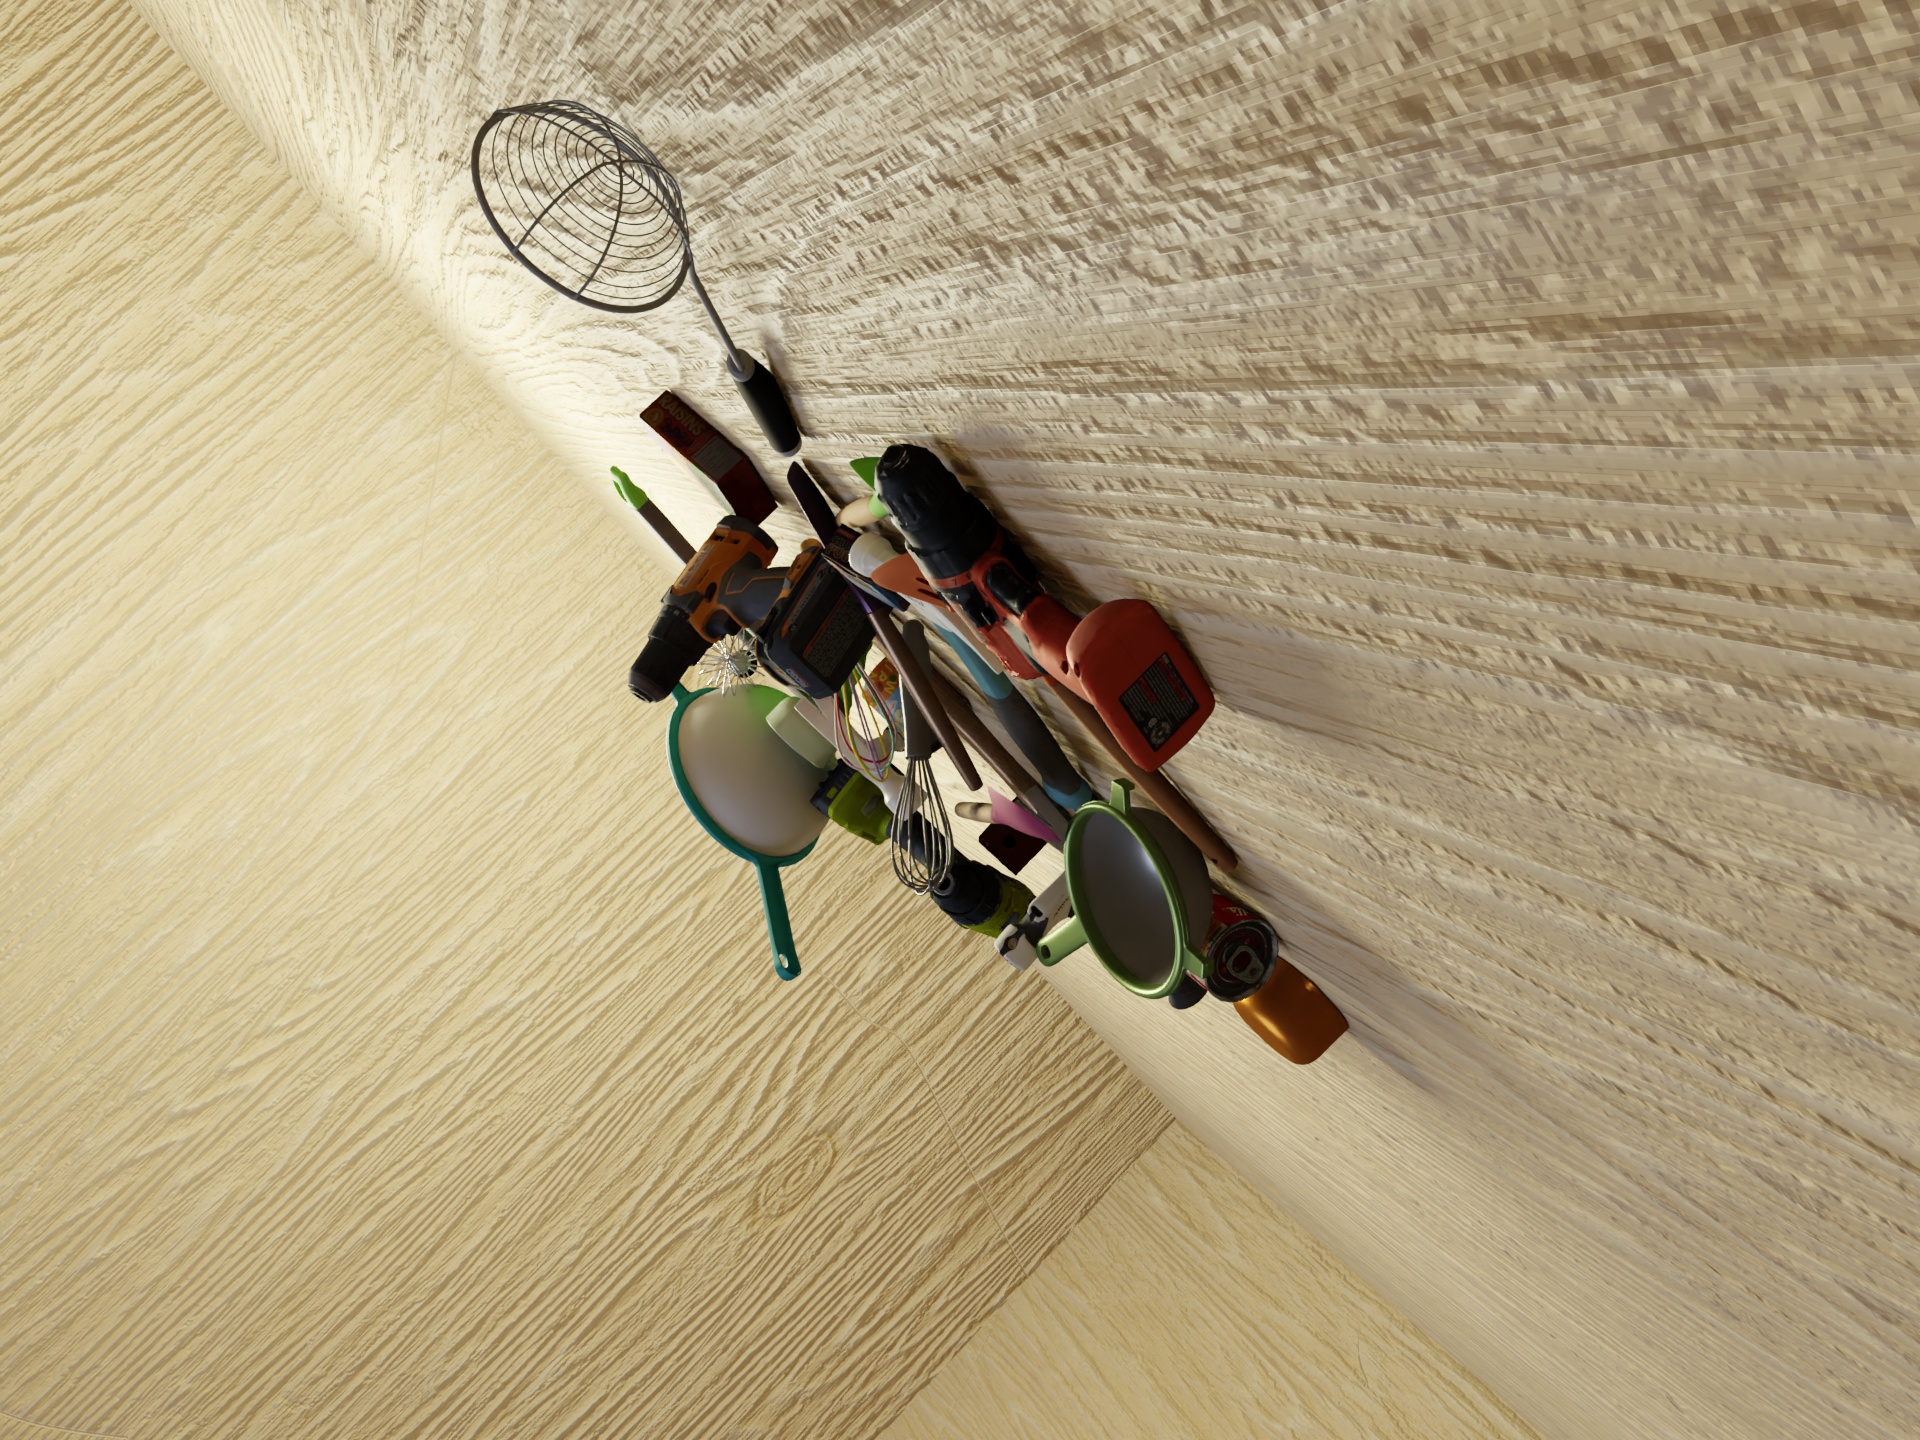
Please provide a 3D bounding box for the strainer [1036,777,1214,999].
[{"bbox_3d":[0.127,0.142,1.216,0.151,0.069,0.256,66,156,14],"label":"strainer"}]

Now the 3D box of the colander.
[{"bbox_3d":[-0.198,-0.135,1.590,0.205,0.094,0.396,36,169,49],"label":"colander"}]

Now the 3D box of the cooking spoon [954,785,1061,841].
[{"bbox_3d":[0.028,0.078,1.321,0.068,0.017,0.319,37,173,-7],"label":"cooking spoon"}]

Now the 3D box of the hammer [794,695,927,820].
[{"bbox_3d":[-0.071,0.016,1.588,0.144,0.035,0.405,46,-174,1],"label":"hammer"}]

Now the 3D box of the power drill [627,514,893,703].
[{"bbox_3d":[-0.181,-0.081,1.356,0.226,0.185,0.084,16,158,46],"label":"power drill"}]

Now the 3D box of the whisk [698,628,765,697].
[{"bbox_3d":[-0.221,-0.056,1.575,0.070,0.070,0.284,46,177,-4],"label":"whisk"}]

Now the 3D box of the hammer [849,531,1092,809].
[{"bbox_3d":[0.031,-0.020,1.194,0.128,0.033,0.330,32,168,35],"label":"hammer"}]

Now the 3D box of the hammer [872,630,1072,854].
[{"bbox_3d":[-0.002,-0.004,1.408,0.331,0.031,0.130,47,-174,14],"label":"hammer"}]

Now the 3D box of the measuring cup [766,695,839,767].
[{"bbox_3d":[-0.129,0.023,1.609,0.083,0.038,0.167,45,-172,36],"label":"measuring cup"}]

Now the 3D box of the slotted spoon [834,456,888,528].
[{"bbox_3d":[-0.060,-0.146,1.079,0.070,0.031,0.314,36,176,-11],"label":"slotted spoon"}]

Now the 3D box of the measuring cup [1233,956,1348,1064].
[{"bbox_3d":[0.229,0.206,1.282,0.174,0.052,0.095,41,172,15],"label":"measuring cup"}]

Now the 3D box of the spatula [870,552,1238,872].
[{"bbox_3d":[0.074,-0.004,1.050,0.322,0.041,0.081,46,153,-16],"label":"spatula"}]

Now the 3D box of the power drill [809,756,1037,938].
[{"bbox_3d":[-0.037,0.124,1.556,0.229,0.080,0.190,39,-178,26],"label":"power drill"}]

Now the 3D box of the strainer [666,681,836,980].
[{"bbox_3d":[-0.180,0.092,1.618,0.210,0.095,0.341,21,-136,-45],"label":"strainer"}]

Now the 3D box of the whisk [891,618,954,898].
[{"bbox_3d":[-0.034,0.030,1.328,0.055,0.055,0.239,78,-171,-76],"label":"whisk"}]

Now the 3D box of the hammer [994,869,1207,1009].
[{"bbox_3d":[0.163,0.209,1.492,0.036,0.149,0.408,41,180,32],"label":"hammer"}]

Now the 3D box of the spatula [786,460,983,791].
[{"bbox_3d":[-0.057,-0.069,1.274,0.315,0.018,0.060,60,-162,-24],"label":"spatula"}]

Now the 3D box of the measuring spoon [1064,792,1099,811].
[{"bbox_3d":[0.136,0.087,1.315,0.129,0.021,0.042,29,179,33],"label":"measuring spoon"}]

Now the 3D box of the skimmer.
[{"bbox_3d":[-0.180,-0.241,0.978,0.363,0.090,0.127,61,-165,-72],"label":"skimmer"}]

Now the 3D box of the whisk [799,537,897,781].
[{"bbox_3d":[-0.103,-0.057,1.390,0.051,0.047,0.245,-47,54,48],"label":"whisk"}]
